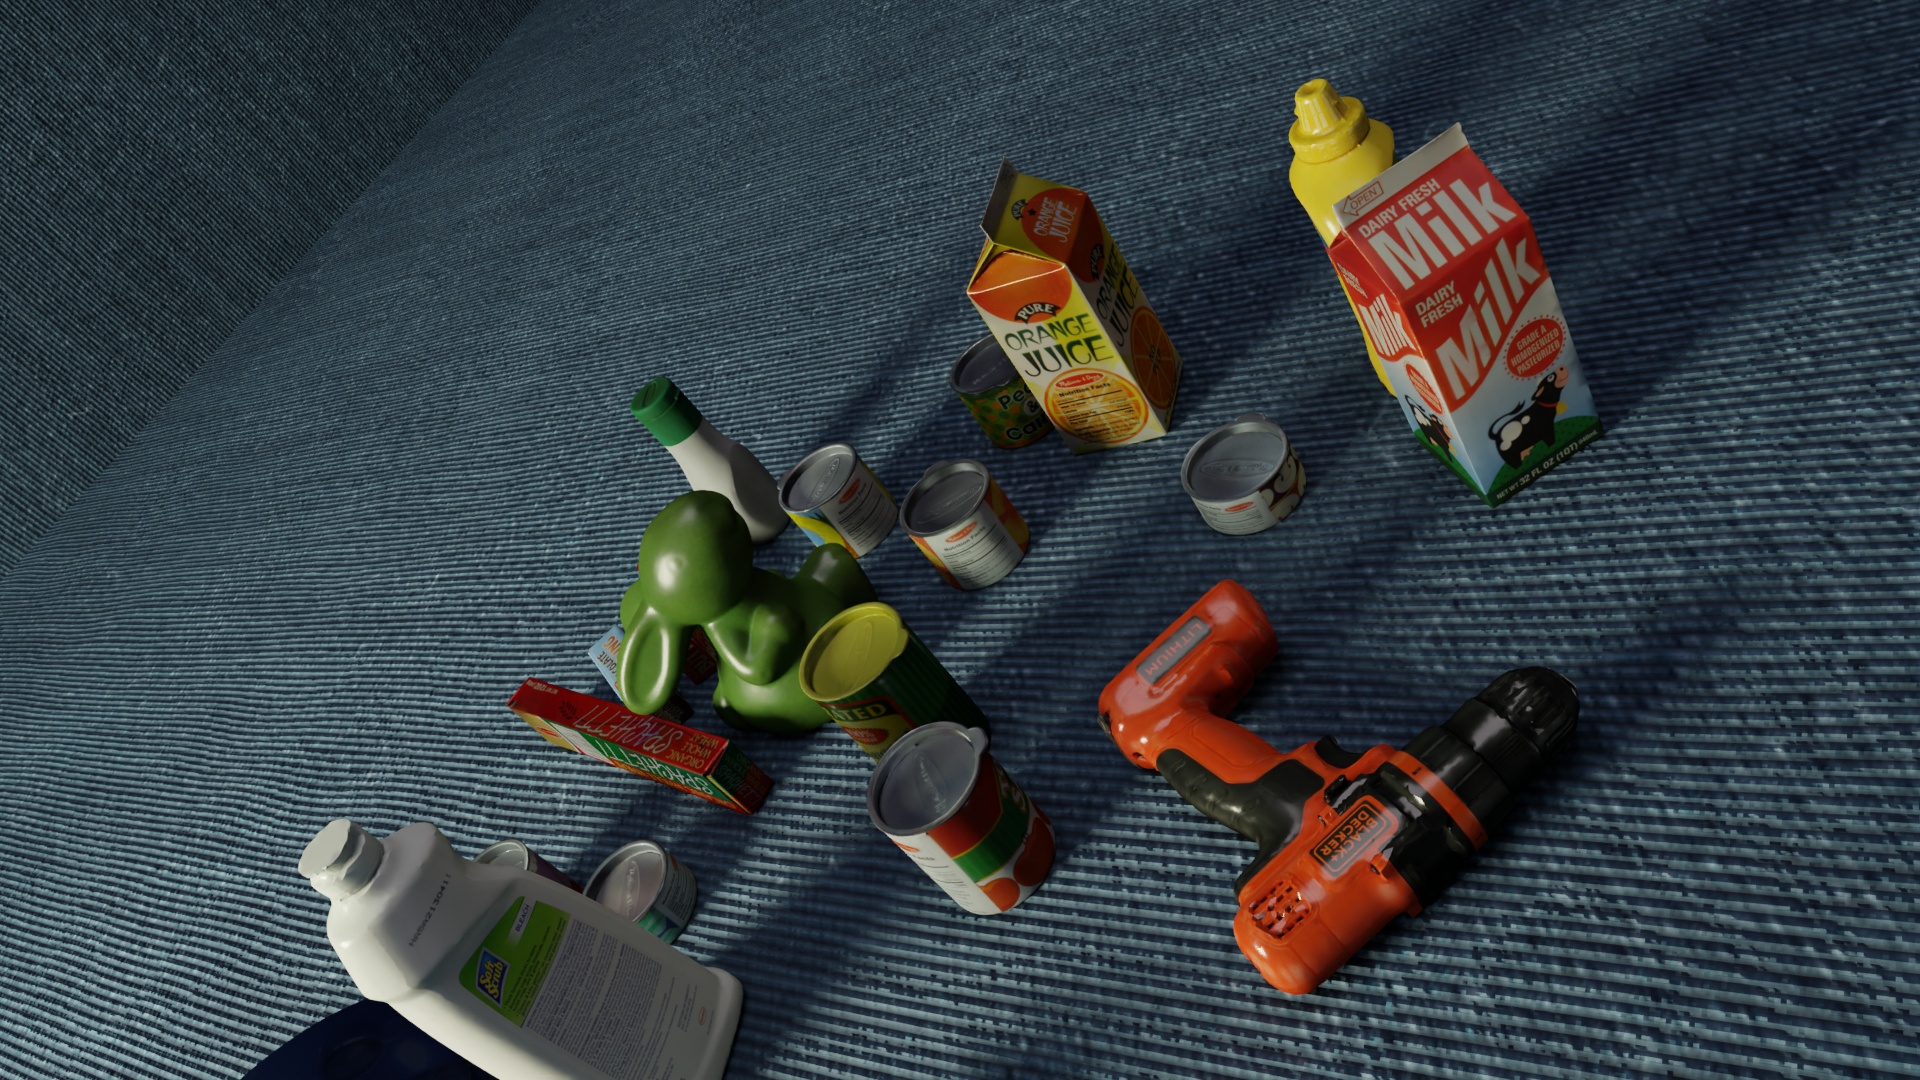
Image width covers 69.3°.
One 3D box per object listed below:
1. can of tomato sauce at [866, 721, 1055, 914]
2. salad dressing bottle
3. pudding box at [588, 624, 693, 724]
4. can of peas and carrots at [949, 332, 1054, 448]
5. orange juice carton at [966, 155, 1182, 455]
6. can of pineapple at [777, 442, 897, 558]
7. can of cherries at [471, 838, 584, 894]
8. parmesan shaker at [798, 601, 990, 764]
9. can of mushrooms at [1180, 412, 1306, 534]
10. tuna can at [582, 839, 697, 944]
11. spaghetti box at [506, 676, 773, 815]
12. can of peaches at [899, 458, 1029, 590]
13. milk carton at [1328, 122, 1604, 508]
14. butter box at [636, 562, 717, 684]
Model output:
[{"bbox_3d":[0.003,0.142,0.713,0.071,0.083,0.071,-23,39,20],"label":"can of tomato sauce"},{"bbox_3d":[-0.185,-0.059,1.034,0.044,0.147,0.064,-20,40,23],"label":"salad dressing bottle"},{"bbox_3d":[-0.227,0.099,0.980,0.030,0.049,0.084,-44,37,-8],"label":"pudding box"},{"bbox_3d":[0.036,-0.106,0.977,0.071,0.058,0.071,-23,39,20],"label":"can of peas and carrots"},{"bbox_3d":[0.067,-0.149,0.884,0.073,0.192,0.072,-11,44,32],"label":"orange juice carton"},{"bbox_3d":[-0.088,-0.028,0.995,0.071,0.057,0.071,-23,39,20],"label":"can of pineapple"},{"bbox_3d":[-0.277,0.232,0.869,0.071,0.058,0.072,-23,39,20],"label":"can of cherries"},{"bbox_3d":[-0.033,0.091,0.781,0.071,0.102,0.072,-23,39,20],"label":"parmesan shaker"},{"bbox_3d":[0.167,-0.039,0.815,0.071,0.033,0.071,-23,39,20],"label":"can of mushrooms"},{"bbox_3d":[-0.196,0.219,0.839,0.071,0.032,0.071,-23,39,20],"label":"tuna can"},{"bbox_3d":[-0.222,0.135,0.935,0.250,0.050,0.029,7,55,44],"label":"spaghetti box"},{"bbox_3d":[0.003,-0.011,0.901,0.071,0.058,0.071,-23,39,20],"label":"can of peaches"},{"bbox_3d":[0.248,-0.113,0.696,0.072,0.190,0.074,-34,36,5],"label":"milk carton"},{"bbox_3d":[-0.205,0.054,1.008,0.024,0.053,0.104,-35,36,4],"label":"butter box"}]
